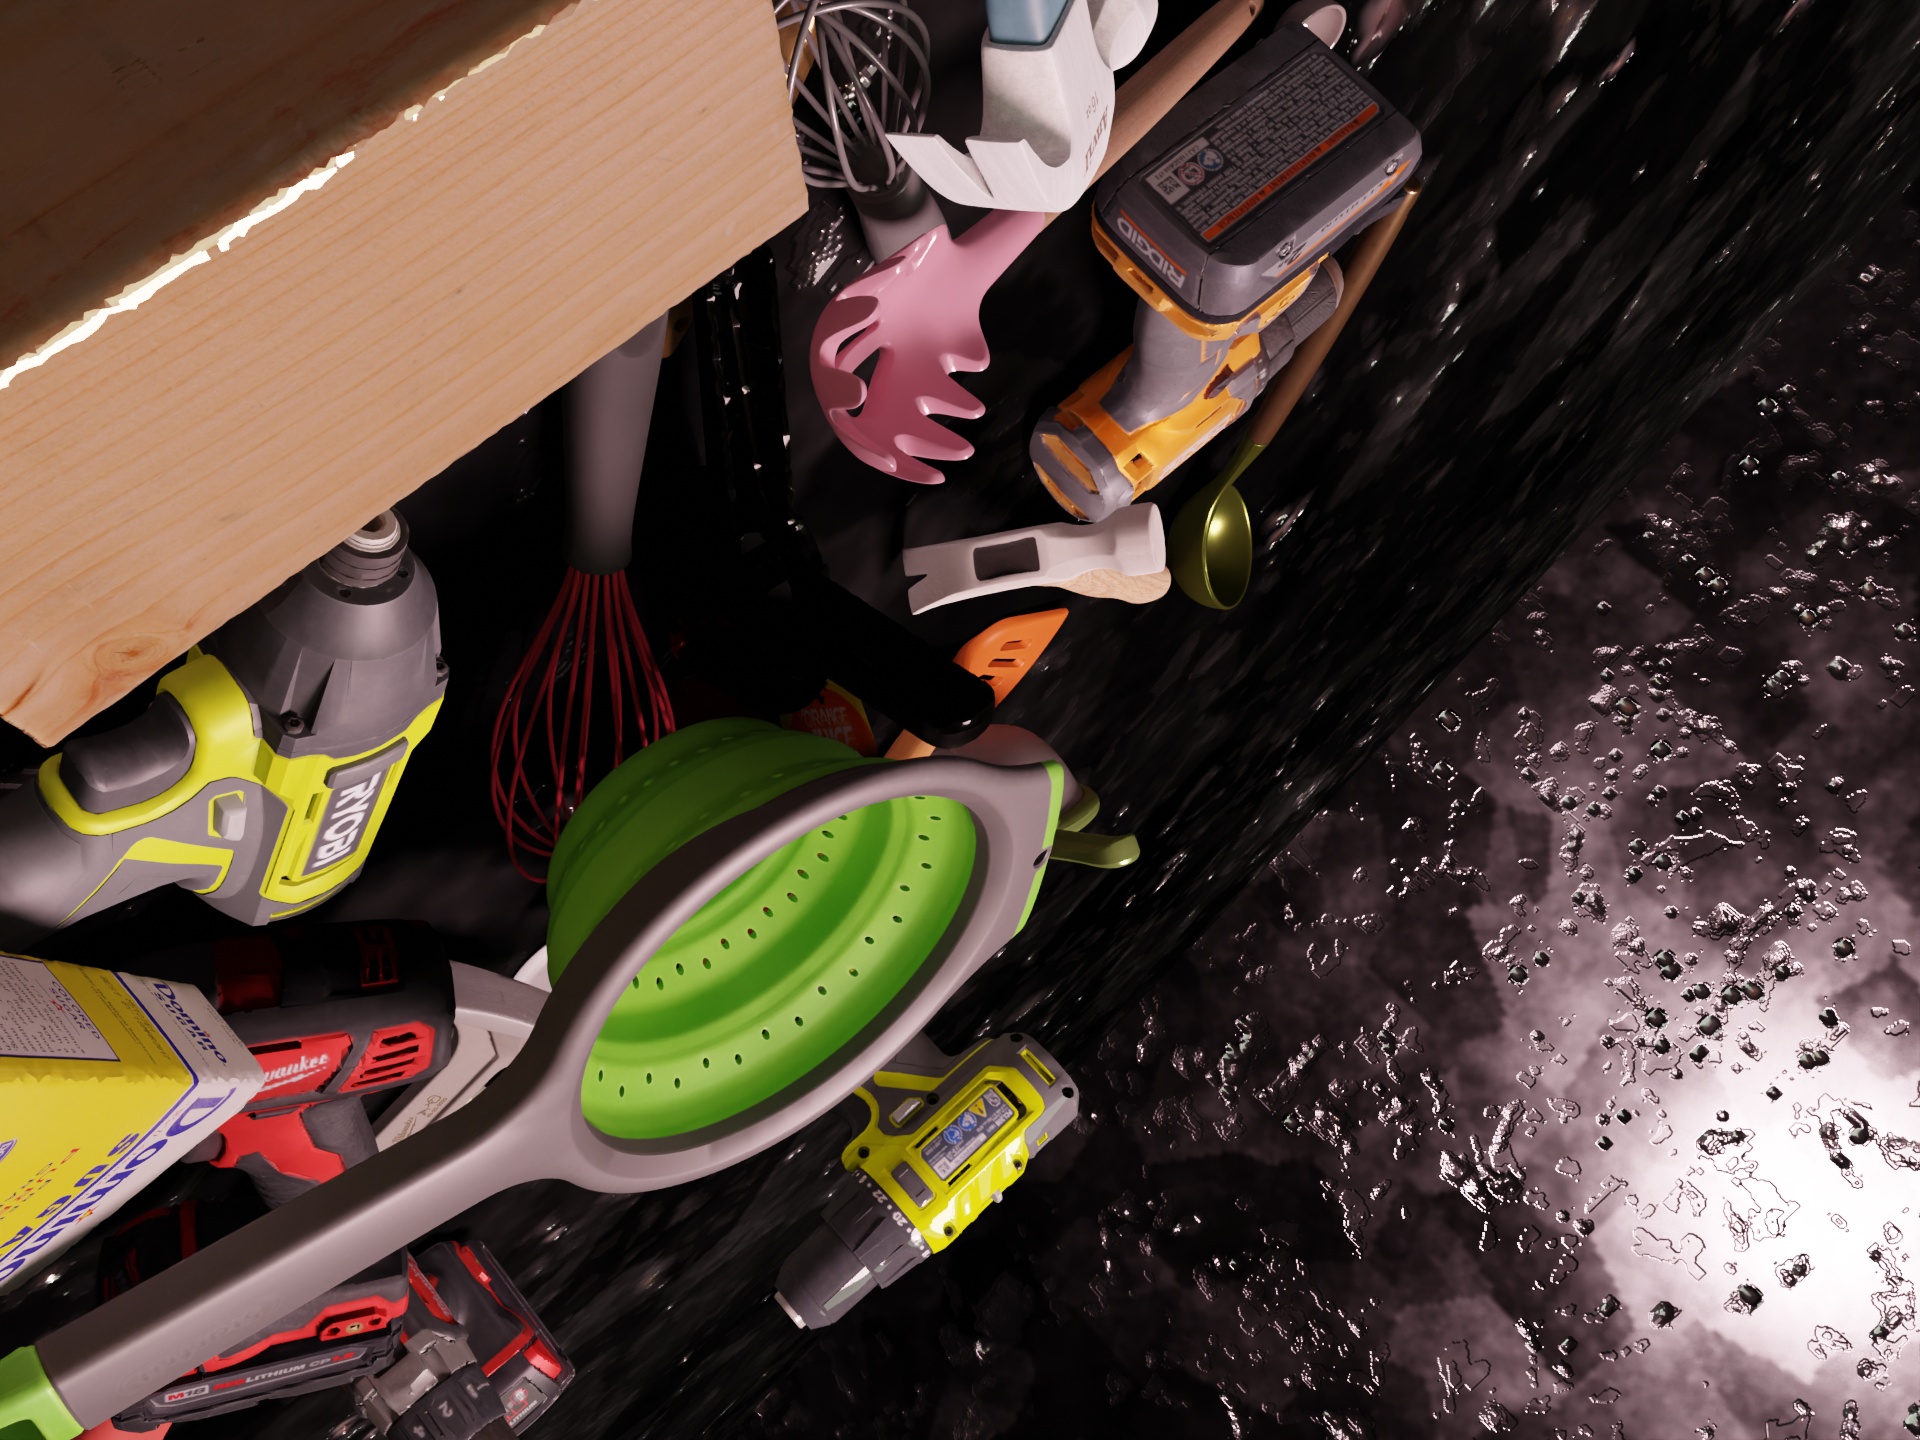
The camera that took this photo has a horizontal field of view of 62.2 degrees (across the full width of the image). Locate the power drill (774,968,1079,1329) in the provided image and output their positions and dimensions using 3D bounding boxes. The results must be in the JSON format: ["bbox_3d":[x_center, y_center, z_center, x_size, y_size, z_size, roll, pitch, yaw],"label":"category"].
[{"bbox_3d":[-0.074,0.197,0.883,0.190,0.229,0.080,-39,160,-17],"label":"power drill"}]

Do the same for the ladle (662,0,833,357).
[{"bbox_3d":[-0.027,-0.226,0.419,0.069,0.031,0.315,-20,151,-49],"label":"ladle"}]

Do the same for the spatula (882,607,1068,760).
[{"bbox_3d":[-0.001,-0.003,0.831,0.081,0.041,0.323,-52,-179,21],"label":"spatula"}]

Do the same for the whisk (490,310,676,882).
[{"bbox_3d":[-0.127,-0.043,0.550,0.073,0.073,0.295,-30,149,-38],"label":"whisk"}]

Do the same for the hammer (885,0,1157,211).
[{"bbox_3d":[0.000,-0.244,0.309,0.330,0.033,0.128,74,31,-54],"label":"hammer"}]

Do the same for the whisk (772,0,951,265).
[{"bbox_3d":[-0.025,-0.162,0.475,0.055,0.055,0.239,-47,175,4],"label":"whisk"}]

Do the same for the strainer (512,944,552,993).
[{"bbox_3d":[-0.142,0.090,0.820,0.258,0.050,0.086,-47,147,-6],"label":"strainer"}]

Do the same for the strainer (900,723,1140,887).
[{"bbox_3d":[0.023,0.041,0.892,0.151,0.069,0.256,-20,-172,-22],"label":"strainer"}]

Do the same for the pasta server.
[{"bbox_3d":[0.040,-0.178,0.520,0.316,0.040,0.060,-52,134,-36],"label":"pasta server"}]

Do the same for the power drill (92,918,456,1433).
[{"bbox_3d":[-0.273,0.168,0.601,0.143,0.079,0.219,-4,130,-29],"label":"power drill"}]

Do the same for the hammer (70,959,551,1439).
[{"bbox_3d":[-0.318,0.241,0.730,0.359,0.037,0.149,-44,137,14],"label":"hammer"}]

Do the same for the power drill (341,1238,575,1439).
[{"bbox_3d":[-0.278,0.361,0.876,0.080,0.188,0.226,-38,164,-17],"label":"power drill"}]

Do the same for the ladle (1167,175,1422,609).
[{"bbox_3d":[0.189,-0.172,0.891,0.078,0.062,0.320,-63,179,-34],"label":"ladle"}]

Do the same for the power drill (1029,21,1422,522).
[{"bbox_3d":[0.123,-0.195,0.703,0.185,0.084,0.226,-40,169,-16],"label":"power drill"}]

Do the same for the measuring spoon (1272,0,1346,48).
[{"bbox_3d":[0.130,-0.264,0.695,0.034,0.018,0.124,-26,161,-26],"label":"measuring spoon"}]

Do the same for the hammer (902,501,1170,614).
[{"bbox_3d":[0.065,-0.079,0.841,0.130,0.031,0.331,-7,-179,17],"label":"hammer"}]

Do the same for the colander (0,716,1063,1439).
[{"bbox_3d":[-0.145,0.098,0.537,0.397,0.095,0.204,-26,146,-30],"label":"colander"}]

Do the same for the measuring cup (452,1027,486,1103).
[{"bbox_3d":[-0.259,0.187,0.781,0.083,0.038,0.167,-29,151,-36],"label":"measuring cup"}]

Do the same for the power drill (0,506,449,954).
[{"bbox_3d":[-0.239,0.025,0.398,0.223,0.080,0.171,-30,167,-44],"label":"power drill"}]
